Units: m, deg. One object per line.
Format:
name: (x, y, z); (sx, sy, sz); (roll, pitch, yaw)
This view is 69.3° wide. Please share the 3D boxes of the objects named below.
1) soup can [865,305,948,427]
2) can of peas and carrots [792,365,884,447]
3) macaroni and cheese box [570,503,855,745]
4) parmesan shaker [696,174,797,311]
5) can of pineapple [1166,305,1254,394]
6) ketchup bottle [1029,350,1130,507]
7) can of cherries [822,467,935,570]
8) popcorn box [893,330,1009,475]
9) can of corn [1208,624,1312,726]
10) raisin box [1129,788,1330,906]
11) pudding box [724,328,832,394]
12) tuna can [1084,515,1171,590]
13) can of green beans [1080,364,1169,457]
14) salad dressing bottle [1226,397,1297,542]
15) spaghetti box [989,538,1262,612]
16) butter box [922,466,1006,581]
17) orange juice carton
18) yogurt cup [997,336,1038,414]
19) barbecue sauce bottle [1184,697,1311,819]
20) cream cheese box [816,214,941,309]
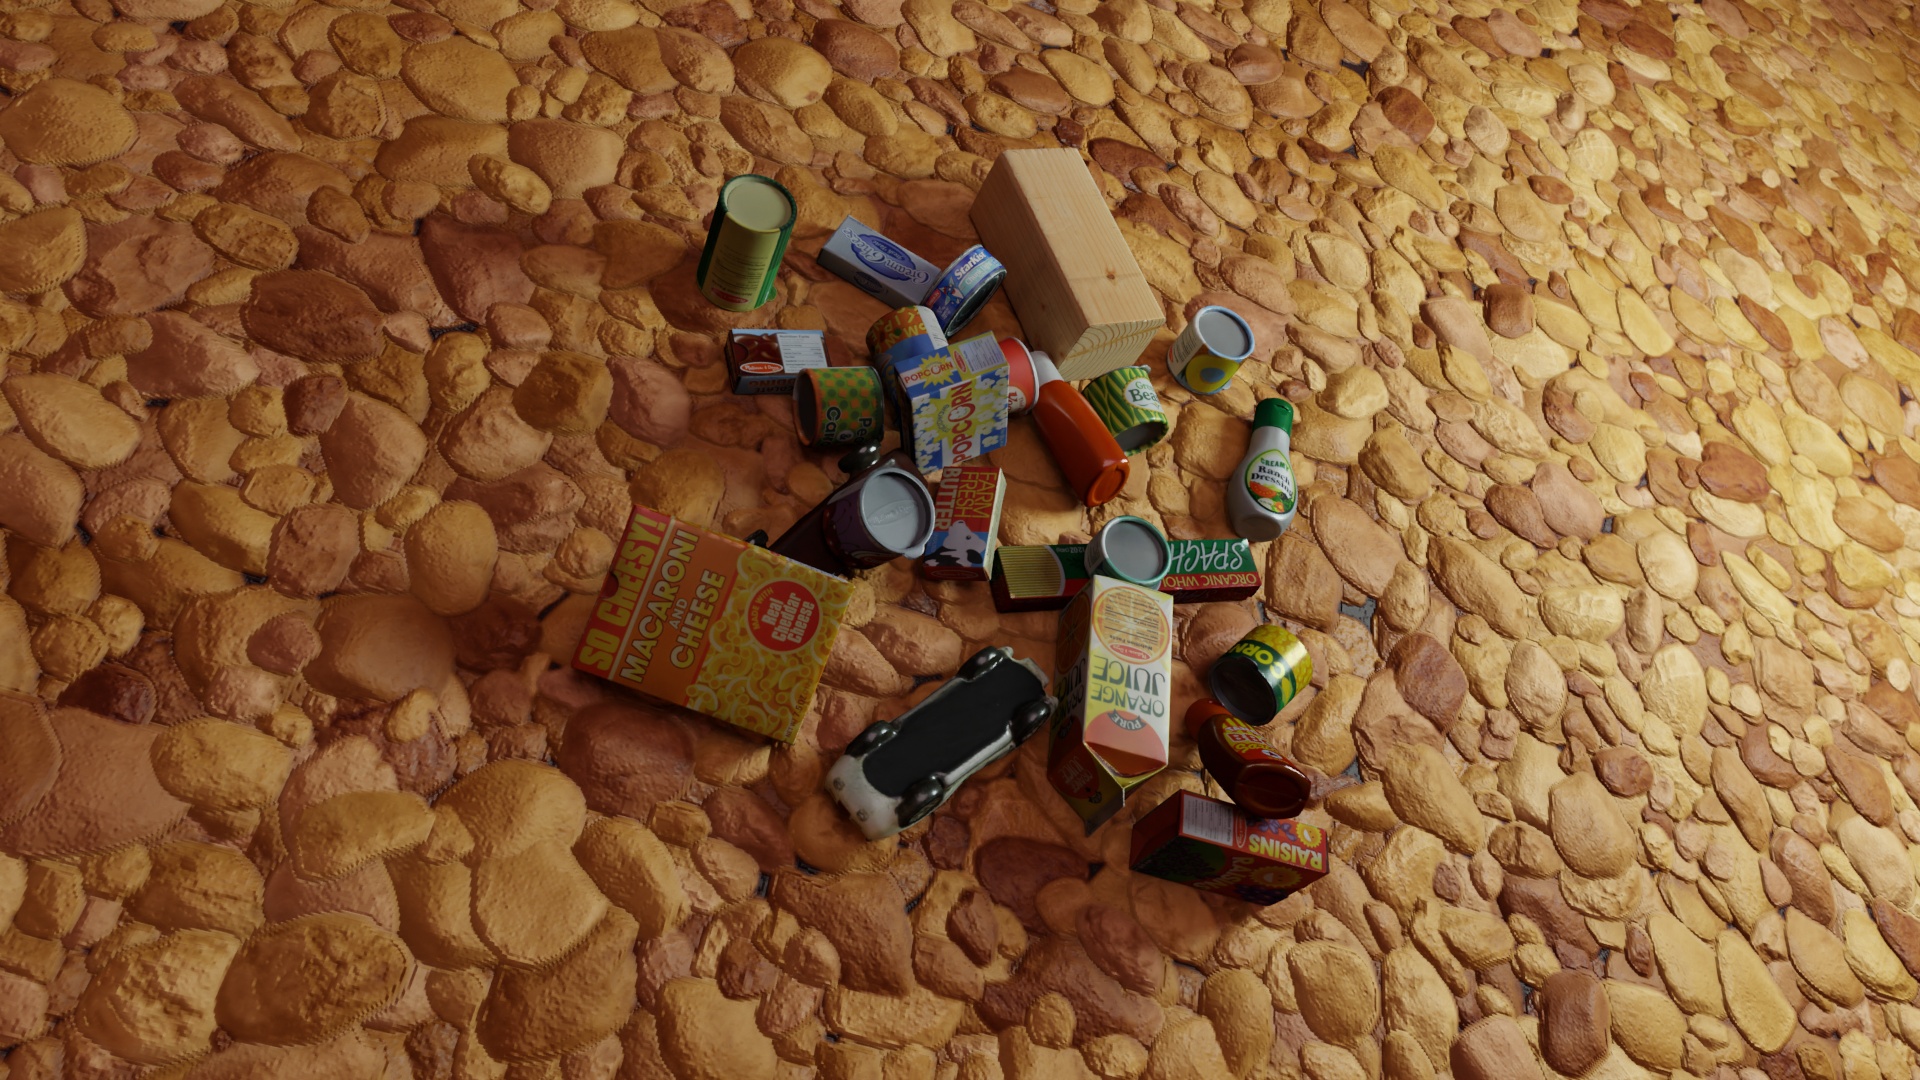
soup can: (-0.040, -0.148, 1.195); (0.071, 0.071, 0.084); (-11, 65, -28)
can of peas and carrots: (-0.100, -0.108, 1.143); (0.059, 0.070, 0.071); (-4, 63, -24)
macaroni and cheese box: (-0.175, 0.059, 0.990); (0.166, 0.040, 0.123); (21, 87, -10)
parmesan shaker: (-0.178, -0.250, 1.174); (0.071, 0.102, 0.071); (11, 57, -17)
can of pineapple: (0.242, -0.183, 1.337); (0.071, 0.057, 0.071); (11, 57, -17)
ketchup bottle: (0.094, -0.103, 1.227); (0.044, 0.064, 0.149); (-17, 60, -23)
can of cherries: (-0.062, -0.013, 1.049); (0.071, 0.058, 0.071); (12, 69, -33)
popcorn box: (-0.007, -0.109, 1.133); (0.085, 0.126, 0.038); (-20, 64, -10)
can of corn: (0.250, 0.109, 1.155); (0.058, 0.070, 0.071); (-34, 78, -35)
raisin box: (0.202, 0.234, 1.049); (0.123, 0.085, 0.040); (17, 54, -13)
pudding box: (-0.153, -0.151, 1.169); (0.084, 0.030, 0.050); (-3, 63, -24)
tuna can: (0.141, 0.015, 1.152); (0.071, 0.032, 0.071); (10, 58, -16)
can of green beans: (0.148, -0.115, 1.251); (0.071, 0.071, 0.058); (-8, 64, -27)
salad dressing bottle: (0.285, -0.068, 1.294); (0.064, 0.043, 0.148); (22, 54, -8)
spaghetti box: (0.144, 0.028, 1.185); (0.251, 0.028, 0.050); (-2, 62, -23)
butter box: (0.004, -0.014, 1.142); (0.053, 0.024, 0.104); (1, 55, 14)
orange juice carton: (0.117, 0.131, 1.085); (0.073, 0.071, 0.193); (16, 55, -13)
yogurt cup: (0.029, -0.140, 1.220); (0.054, 0.072, 0.072); (-18, 69, -22)
barbecue sauce bottle: (0.212, 0.164, 1.069); (0.065, 0.149, 0.043); (17, 100, -13)
cream cheese box: (-0.073, -0.250, 1.267); (0.104, 0.024, 0.054); (30, 54, -3)
